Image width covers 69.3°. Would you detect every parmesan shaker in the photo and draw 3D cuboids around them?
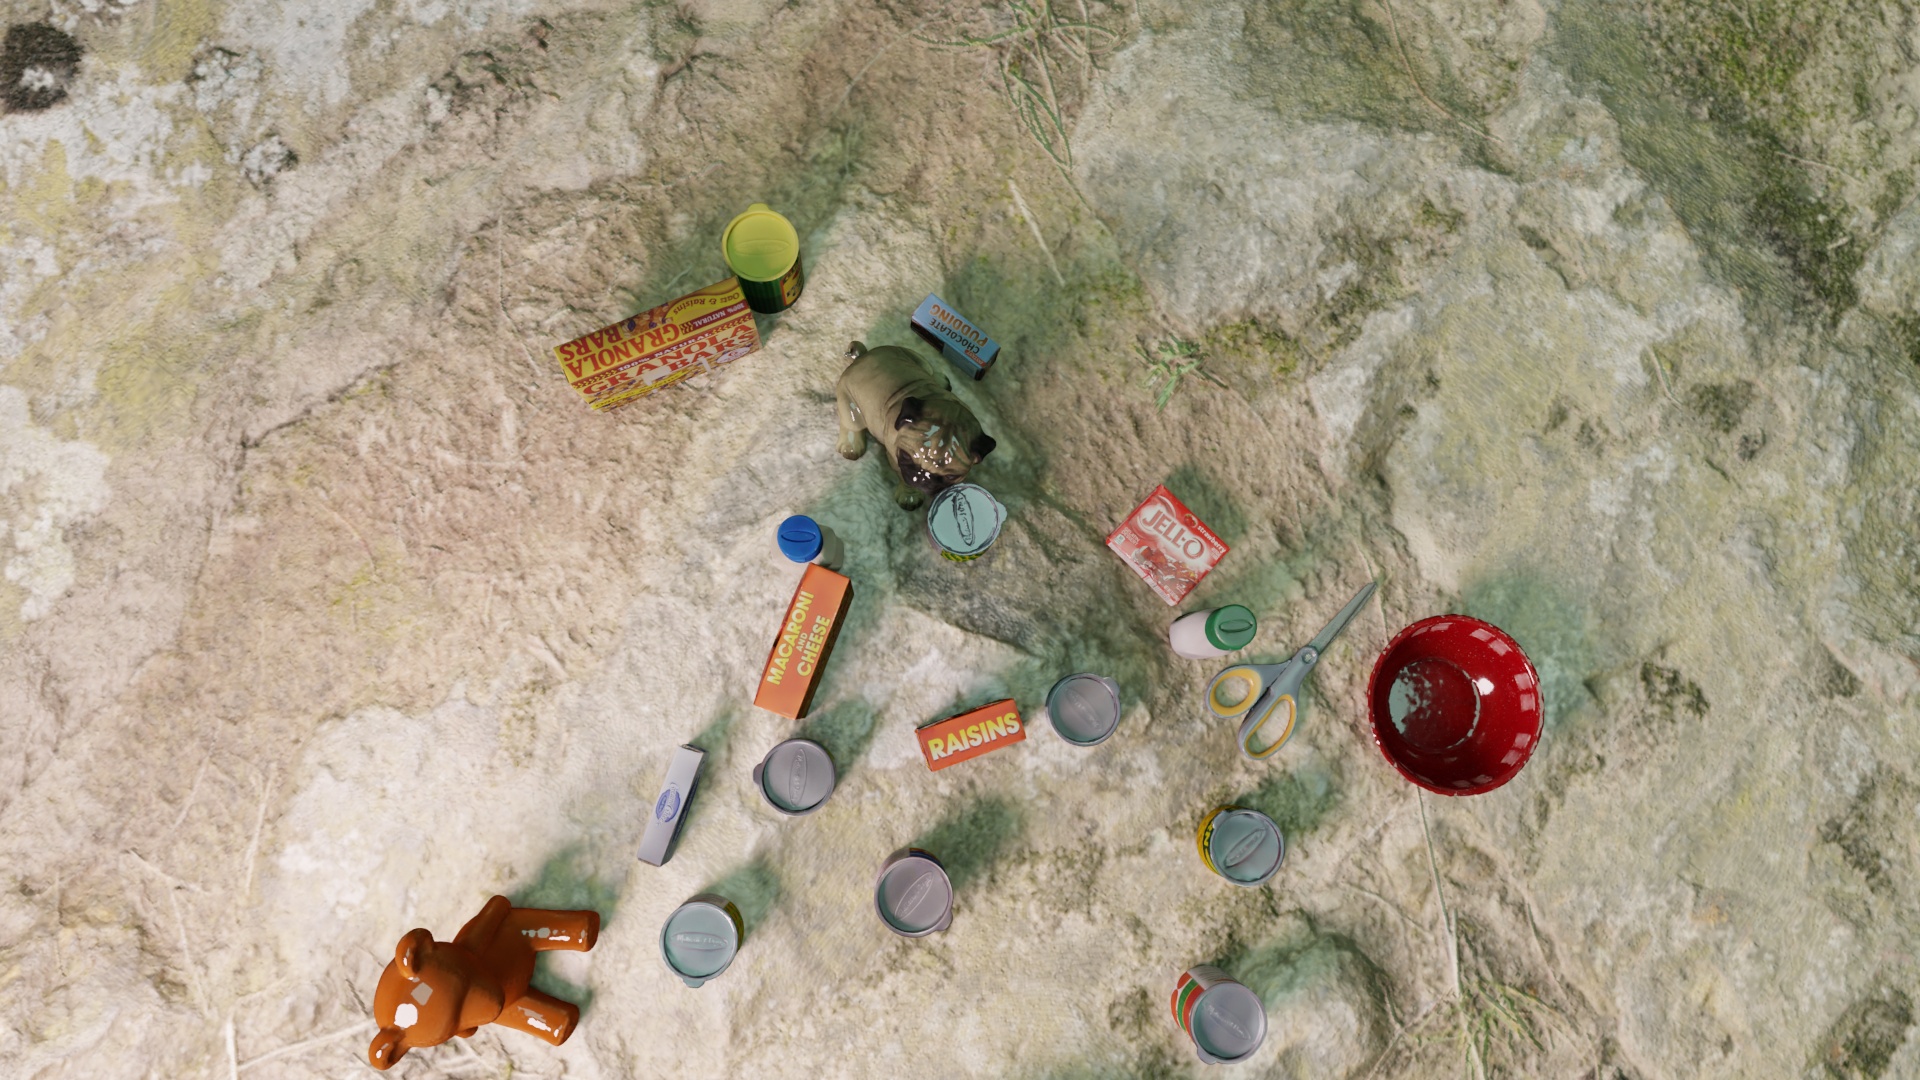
[{"bbox_3d":[-0.176,-0.252,1.251,0.071,0.103,0.071,0,83,-3],"label":"parmesan shaker"}]

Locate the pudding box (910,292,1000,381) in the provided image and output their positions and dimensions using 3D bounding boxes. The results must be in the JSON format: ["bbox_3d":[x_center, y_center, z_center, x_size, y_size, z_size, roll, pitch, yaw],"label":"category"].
[{"bbox_3d":[-0.006,-0.187,1.279,0.084,0.049,0.030,38,83,2],"label":"pudding box"}]

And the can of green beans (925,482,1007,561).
[{"bbox_3d":[0.002,-0.016,1.253,0.071,0.057,0.071,0,83,-3],"label":"can of green beans"}]

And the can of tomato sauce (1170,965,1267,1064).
[{"bbox_3d":[0.220,0.409,1.197,0.071,0.083,0.071,0,83,-3],"label":"can of tomato sauce"}]

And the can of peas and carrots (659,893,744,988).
[{"bbox_3d":[-0.221,0.342,1.192,0.071,0.058,0.071,0,83,-3],"label":"can of peas and carrots"}]

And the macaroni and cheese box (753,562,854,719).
[{"bbox_3d":[-0.131,0.089,1.177,0.040,0.166,0.124,21,82,-1],"label":"macaroni and cheese box"}]

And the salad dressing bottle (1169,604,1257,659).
[{"bbox_3d":[0.222,0.079,1.208,0.064,0.147,0.044,-5,83,-4],"label":"salad dressing bottle"}]

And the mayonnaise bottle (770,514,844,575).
[{"bbox_3d":[-0.134,0.005,1.197,0.065,0.148,0.041,2,83,-3],"label":"mayonnaise bottle"}]

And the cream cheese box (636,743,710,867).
[{"bbox_3d":[-0.249,0.229,1.208,0.024,0.053,0.104,20,82,-1],"label":"cream cheese box"}]

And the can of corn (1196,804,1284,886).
[{"bbox_3d":[0.245,0.267,1.230,0.071,0.058,0.071,0,83,-3],"label":"can of corn"}]

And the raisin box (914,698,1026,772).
[{"bbox_3d":[0.007,0.166,1.196,0.086,0.123,0.040,-18,84,-5],"label":"raisin box"}]

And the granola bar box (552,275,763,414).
[{"bbox_3d":[-0.261,-0.169,1.224,0.166,0.124,0.039,-23,85,-6],"label":"granola bar box"}]

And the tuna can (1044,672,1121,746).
[{"bbox_3d":[0.111,0.150,1.250,0.071,0.033,0.071,0,83,-3],"label":"tuna can"}]

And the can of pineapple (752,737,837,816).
[{"bbox_3d":[-0.143,0.205,1.215,0.071,0.058,0.071,0,83,-3],"label":"can of pineapple"}]

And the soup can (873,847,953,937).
[{"bbox_3d":[-0.039,0.303,1.195,0.071,0.083,0.071,0,83,-3],"label":"soup can"}]
